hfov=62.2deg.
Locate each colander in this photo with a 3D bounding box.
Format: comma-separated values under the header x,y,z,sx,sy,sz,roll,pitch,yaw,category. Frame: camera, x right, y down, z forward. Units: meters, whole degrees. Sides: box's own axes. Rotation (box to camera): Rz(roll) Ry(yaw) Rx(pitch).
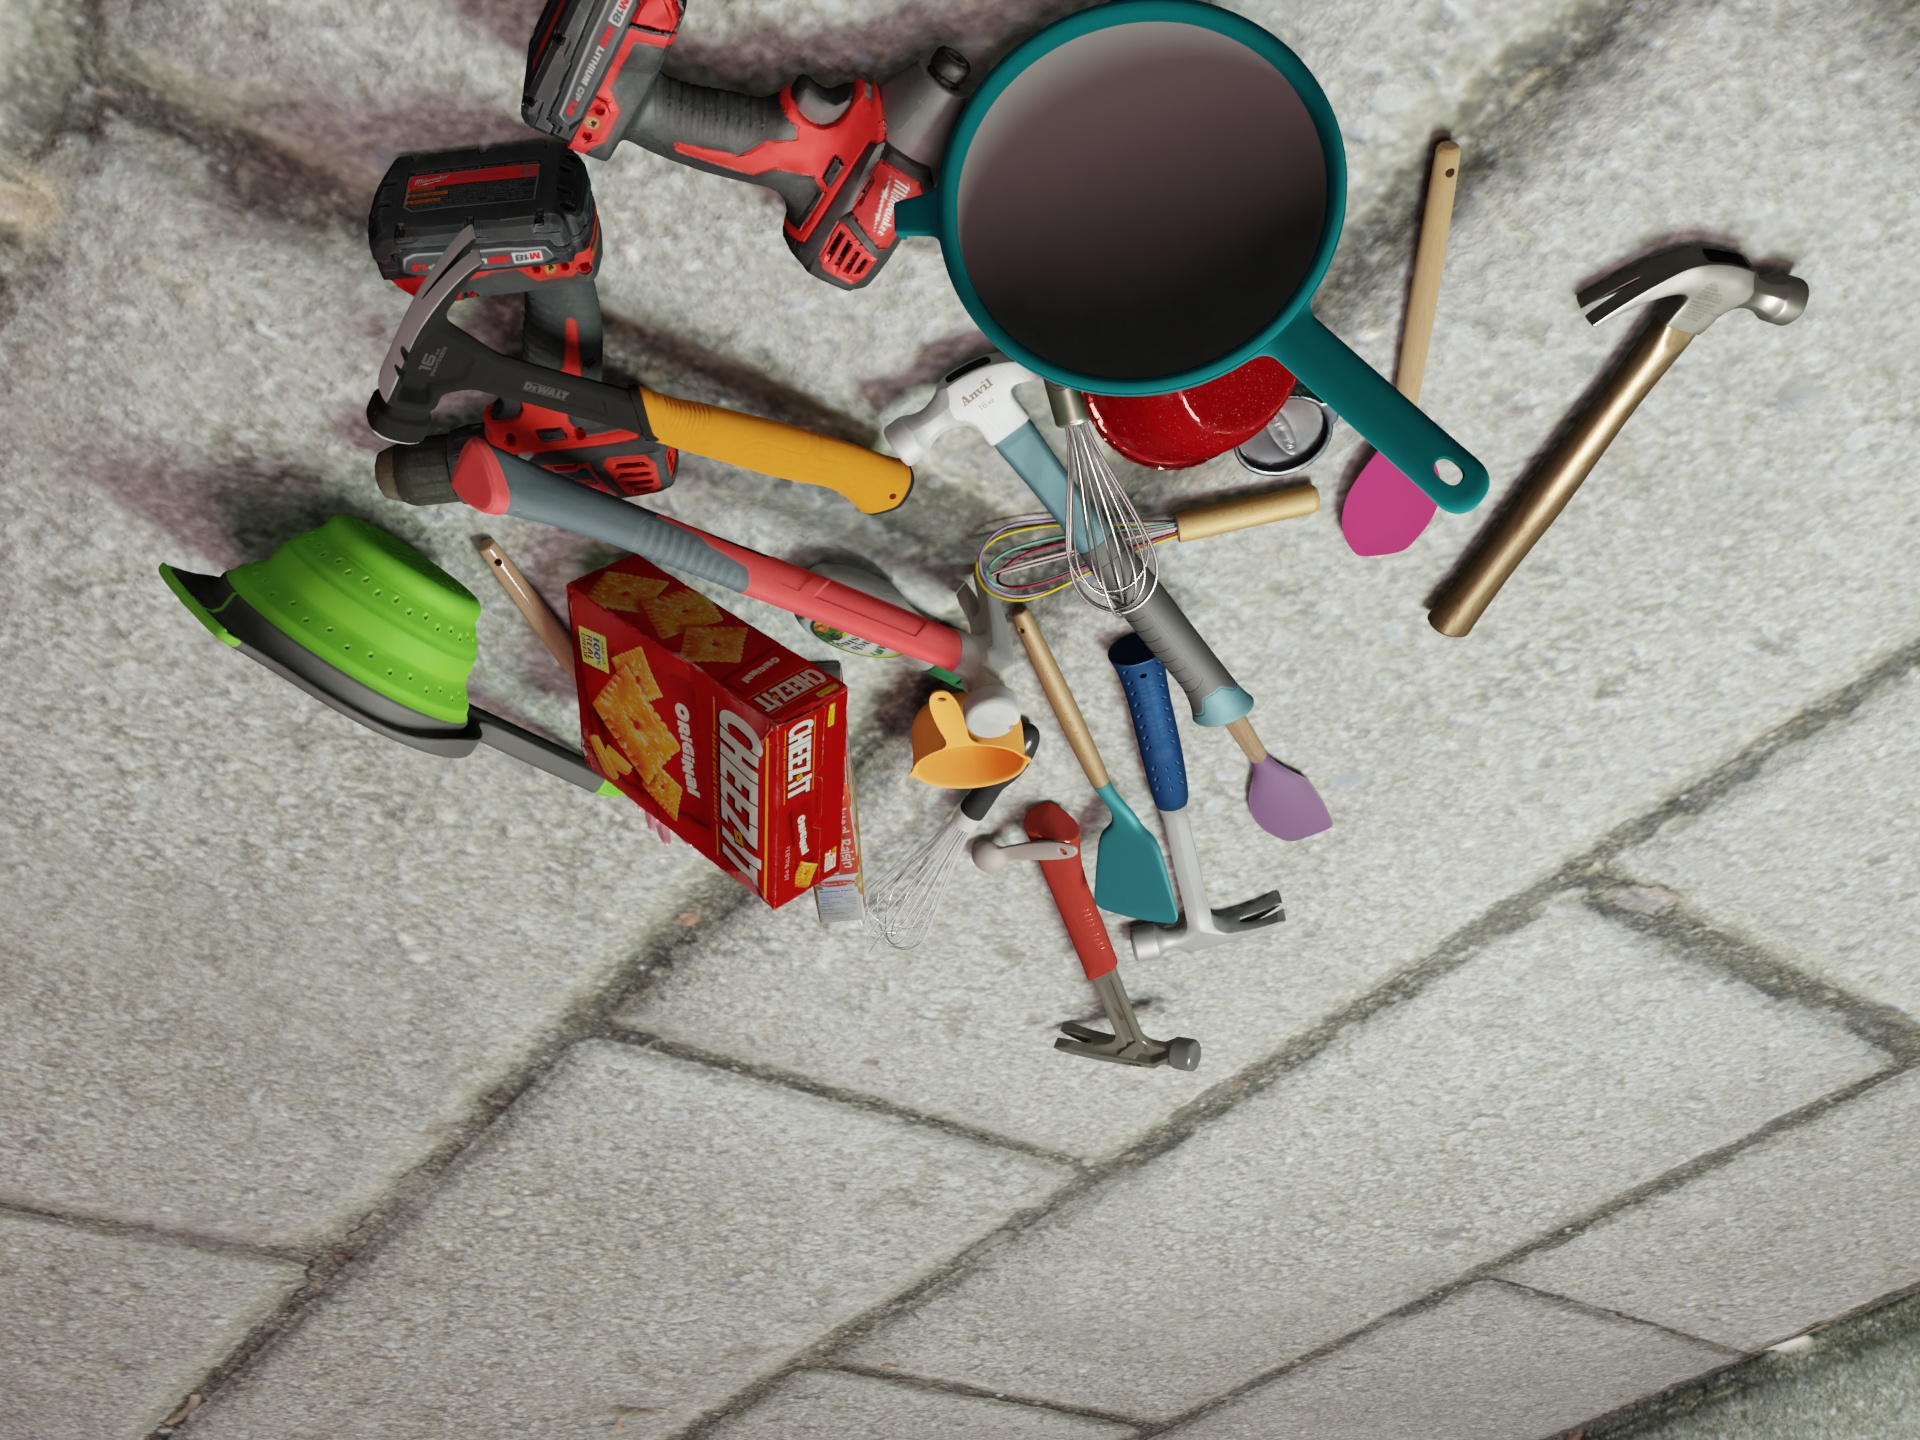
x,y,z,sx,sy,sz,roll,pitch,yaw,category
-0.346,-0.042,1.108,0.094,0.205,0.396,-55,144,0,colander

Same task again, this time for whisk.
x,y,z,sx,sy,sz,roll,pitch,yaw,category
0.131,-0.126,1.113,0.245,0.047,0.051,-12,136,2,whisk
-0.009,0.103,1.336,0.070,0.070,0.284,17,128,-23,whisk
0.072,-0.178,0.985,0.058,0.059,0.246,-9,111,21,whisk

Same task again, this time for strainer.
x,y,z,sx,sy,sz,roll,pitch,yaw,category
0.143,-0.223,0.848,0.211,0.340,0.095,-46,171,4,strainer

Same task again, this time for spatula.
x,y,z,sx,sy,sz,roll,pitch,yaw,category
0.099,0.039,1.259,0.082,0.044,0.317,7,138,39,spatula
0.232,0.016,1.296,0.060,0.018,0.315,-22,136,18,spatula

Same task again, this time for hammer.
x,y,z,sx,sy,sz,roll,pitch,yaw,category
0.113,0.205,1.456,0.149,0.037,0.358,4,138,29,hammer
0.186,0.075,1.341,0.144,0.035,0.405,-12,137,7,hammer
-0.162,-0.182,0.936,0.336,0.034,0.127,10,133,-39,hammer
0.097,-0.111,1.075,0.128,0.033,0.330,-36,118,11,hammer
-0.131,-0.103,1.020,0.386,0.143,0.038,20,130,-29,hammer
0.420,-0.180,1.097,0.130,0.031,0.331,10,135,-17,hammer

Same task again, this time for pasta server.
x,y,z,sx,sy,sz,roll,pitch,yaw,category
-0.268,-0.016,1.188,0.060,0.040,0.315,-36,135,-9,pasta server

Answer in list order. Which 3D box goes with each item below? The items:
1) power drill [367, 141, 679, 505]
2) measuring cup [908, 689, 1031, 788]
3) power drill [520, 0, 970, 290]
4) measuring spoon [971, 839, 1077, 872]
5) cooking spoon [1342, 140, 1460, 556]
x,y,z,sx,sy,sz,roll,pitch,yaw,category
-0.279,-0.215,0.944,0.188,0.080,0.226,-6,141,-1,power drill
-0.002,-0.004,1.192,0.095,0.052,0.173,-8,154,7,measuring cup
-0.106,-0.330,0.841,0.219,0.079,0.143,19,132,-29,power drill
0.052,0.115,1.340,0.124,0.018,0.034,-11,124,49,measuring spoon
0.295,-0.228,1.039,0.069,0.017,0.318,-7,138,-1,cooking spoon
